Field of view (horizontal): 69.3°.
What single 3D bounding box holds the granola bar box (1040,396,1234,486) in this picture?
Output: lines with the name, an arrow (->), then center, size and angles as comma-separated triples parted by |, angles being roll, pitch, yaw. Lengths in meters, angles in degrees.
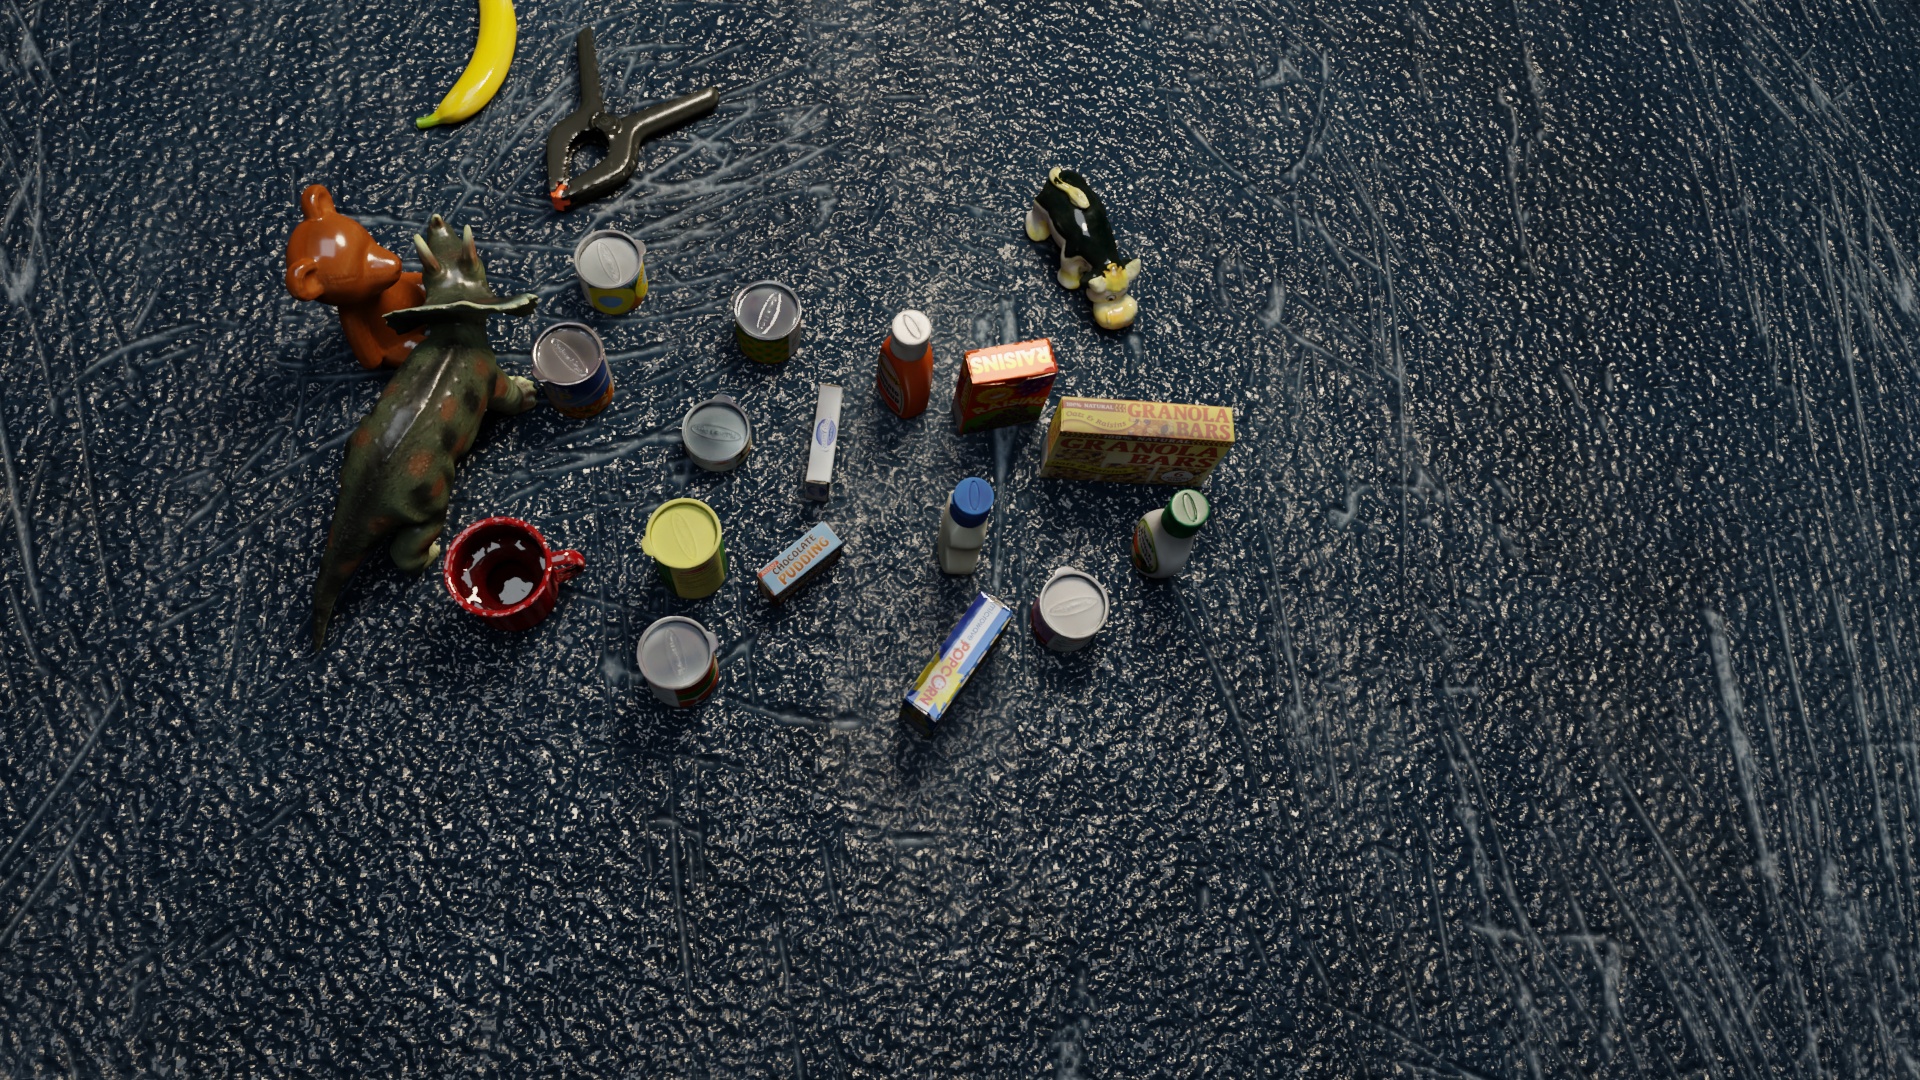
granola bar box -> 0.169, -0.095, 1.353 | 0.166, 0.123, 0.039 | 3, 71, -5

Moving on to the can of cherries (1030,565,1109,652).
can of cherries -> 0.103, 0.066, 1.325 | 0.071, 0.058, 0.071 | 2, 71, -6

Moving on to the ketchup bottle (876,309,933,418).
ketchup bottle -> -0.052, -0.174, 1.341 | 0.043, 0.148, 0.065 | -28, 77, -14

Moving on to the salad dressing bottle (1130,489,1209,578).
salad dressing bottle -> 0.199, -0.008, 1.314 | 0.044, 0.147, 0.064 | -11, 73, -10

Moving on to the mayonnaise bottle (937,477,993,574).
mayonnaise bottle -> 0.005, -0.016, 1.294 | 0.041, 0.147, 0.065 | 1, 72, -6

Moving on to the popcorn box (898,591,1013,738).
popcorn box -> -0.004, 0.115, 1.282 | 0.038, 0.085, 0.127 | 35, 71, 6

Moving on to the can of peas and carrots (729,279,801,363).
can of peas and carrots -> -0.194, -0.218, 1.388 | 0.071, 0.058, 0.071 | 2, 71, -6

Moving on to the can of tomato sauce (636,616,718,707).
can of tomato sauce -> -0.253, 0.110, 1.256 | 0.071, 0.082, 0.071 | 2, 71, -6

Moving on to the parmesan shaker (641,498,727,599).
parmesan shaker -> -0.254, 0.010, 1.279 | 0.071, 0.102, 0.071 | 2, 71, -6

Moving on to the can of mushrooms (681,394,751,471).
can of mushrooms -> -0.237, -0.104, 1.357 | 0.071, 0.033, 0.071 | 2, 71, -6

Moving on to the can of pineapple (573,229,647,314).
can of pineapple -> -0.347, -0.267, 1.388 | 0.071, 0.057, 0.071 | 2, 71, -6

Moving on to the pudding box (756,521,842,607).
pudding box -> -0.152, 0.023, 1.315 | 0.084, 0.049, 0.030 | -39, 80, -17

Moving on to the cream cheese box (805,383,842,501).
cream cheese box -> -0.133, -0.095, 1.356 | 0.024, 0.053, 0.104 | 7, 71, -4

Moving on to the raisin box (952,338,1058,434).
raisin box -> 0.041, -0.149, 1.357 | 0.086, 0.123, 0.040 | -10, 73, -10

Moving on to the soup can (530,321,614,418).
soup can -> -0.373, -0.161, 1.334 | 0.071, 0.083, 0.071 | 2, 71, -6
